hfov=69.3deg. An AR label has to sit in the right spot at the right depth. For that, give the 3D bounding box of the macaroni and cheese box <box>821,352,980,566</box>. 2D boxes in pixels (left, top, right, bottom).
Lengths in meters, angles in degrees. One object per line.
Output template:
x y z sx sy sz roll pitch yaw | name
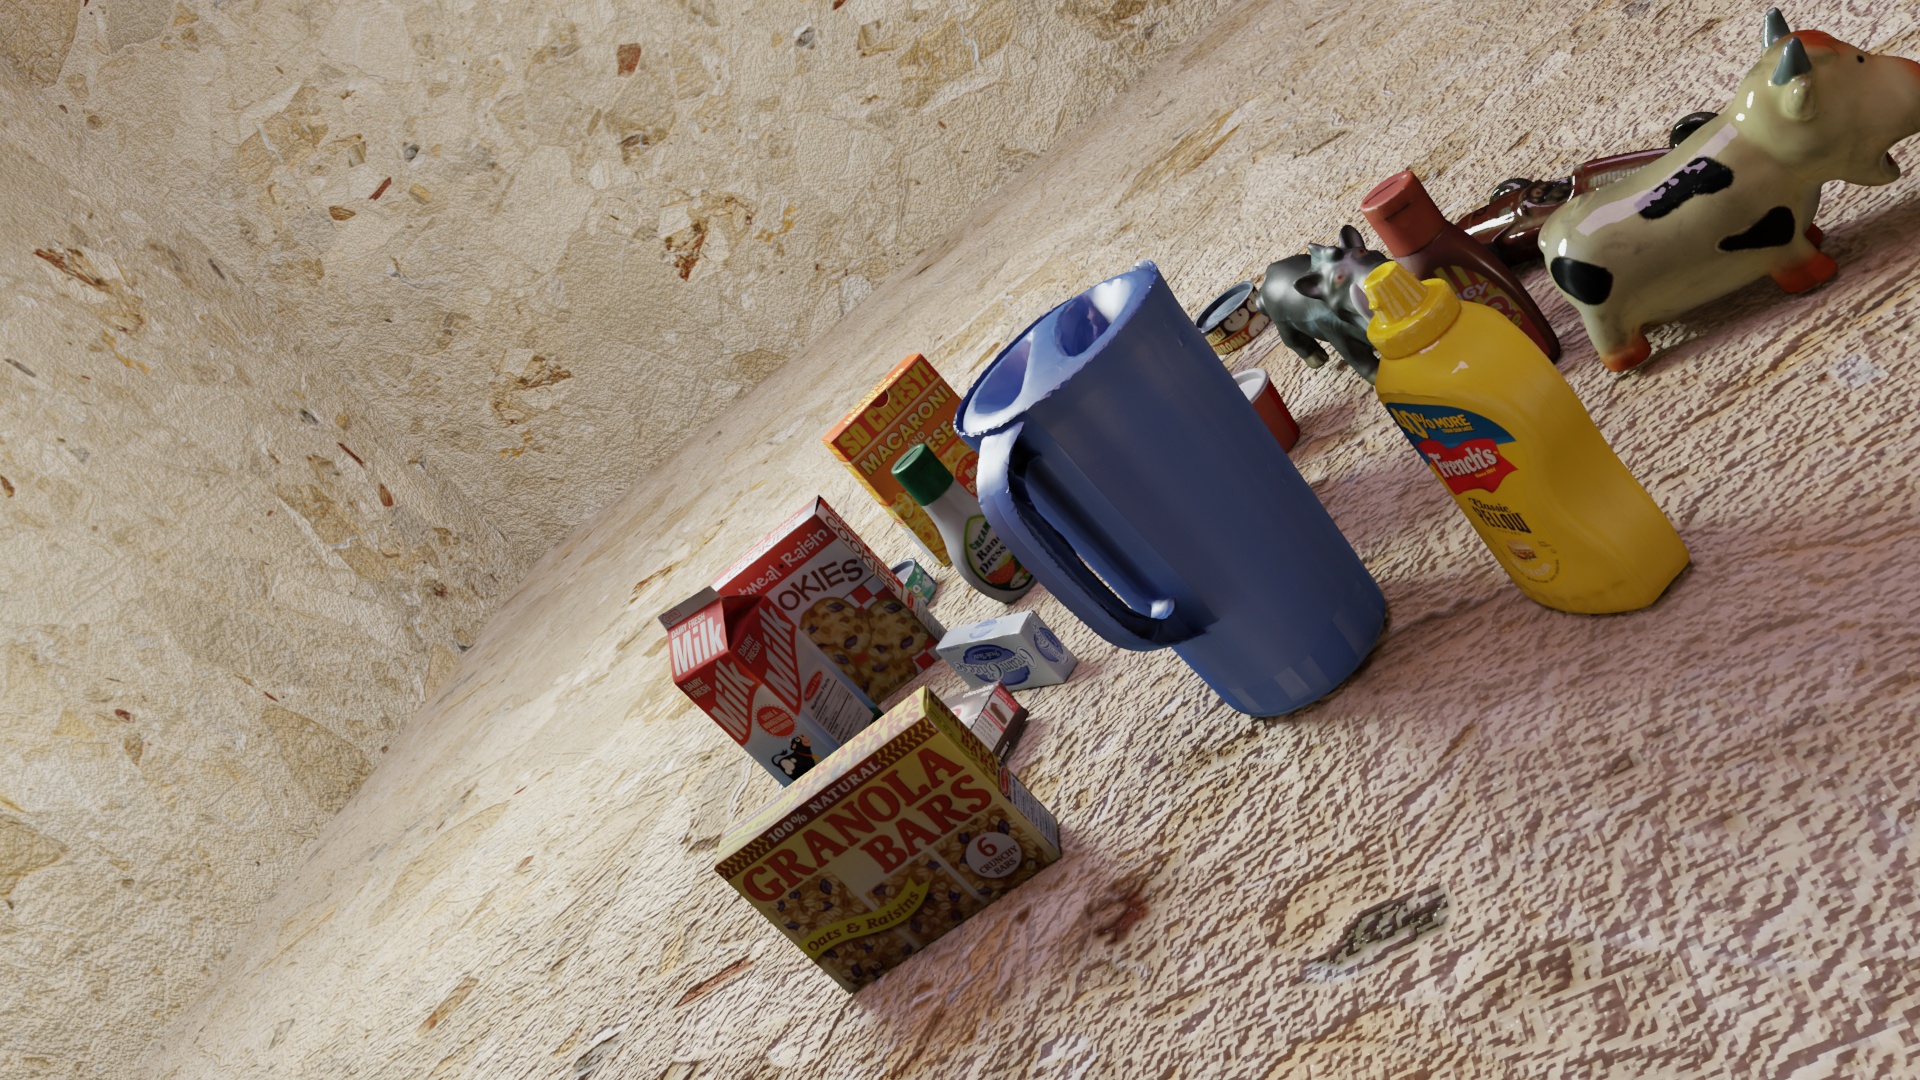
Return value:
-0.031 -0.077 1.327 0.124 0.166 0.040 -46 18 -11 | macaroni and cheese box

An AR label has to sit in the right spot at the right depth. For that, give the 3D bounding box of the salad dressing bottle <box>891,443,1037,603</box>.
0.004 -0.014 1.136 0.064 0.147 0.044 -46 18 -12 | salad dressing bottle

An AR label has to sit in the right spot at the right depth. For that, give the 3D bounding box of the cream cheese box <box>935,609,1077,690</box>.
0.033 0.083 1.005 0.103 0.053 0.024 -18 30 53 | cream cheese box

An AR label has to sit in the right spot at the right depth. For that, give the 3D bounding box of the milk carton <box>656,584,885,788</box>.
-0.153 0.114 1.098 0.072 0.190 0.074 -30 21 35 | milk carton

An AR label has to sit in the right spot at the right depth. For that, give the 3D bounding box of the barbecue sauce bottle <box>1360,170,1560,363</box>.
0.299 -0.156 0.844 0.064 0.148 0.044 -34 19 26 | barbecue sauce bottle

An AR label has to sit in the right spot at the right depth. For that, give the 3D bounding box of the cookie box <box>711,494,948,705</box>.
-0.110 0.062 1.164 0.122 0.167 0.040 -37 18 15 | cookie box

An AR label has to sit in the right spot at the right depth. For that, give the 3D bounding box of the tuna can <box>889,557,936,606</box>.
-0.056 0.051 1.301 0.071 0.033 0.071 -37 18 15 | tuna can

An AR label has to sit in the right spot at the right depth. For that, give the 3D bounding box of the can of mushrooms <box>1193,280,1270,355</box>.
0.244 -0.198 1.249 0.071 0.033 0.071 -37 18 15 | can of mushrooms

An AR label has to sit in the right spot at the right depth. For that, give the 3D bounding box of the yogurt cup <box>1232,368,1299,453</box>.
0.211 -0.085 1.019 0.072 0.054 0.073 -37 18 15 | yogurt cup

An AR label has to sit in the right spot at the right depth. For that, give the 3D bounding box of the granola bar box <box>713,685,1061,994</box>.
-0.043 0.179 0.822 0.165 0.124 0.039 -37 18 16 | granola bar box
